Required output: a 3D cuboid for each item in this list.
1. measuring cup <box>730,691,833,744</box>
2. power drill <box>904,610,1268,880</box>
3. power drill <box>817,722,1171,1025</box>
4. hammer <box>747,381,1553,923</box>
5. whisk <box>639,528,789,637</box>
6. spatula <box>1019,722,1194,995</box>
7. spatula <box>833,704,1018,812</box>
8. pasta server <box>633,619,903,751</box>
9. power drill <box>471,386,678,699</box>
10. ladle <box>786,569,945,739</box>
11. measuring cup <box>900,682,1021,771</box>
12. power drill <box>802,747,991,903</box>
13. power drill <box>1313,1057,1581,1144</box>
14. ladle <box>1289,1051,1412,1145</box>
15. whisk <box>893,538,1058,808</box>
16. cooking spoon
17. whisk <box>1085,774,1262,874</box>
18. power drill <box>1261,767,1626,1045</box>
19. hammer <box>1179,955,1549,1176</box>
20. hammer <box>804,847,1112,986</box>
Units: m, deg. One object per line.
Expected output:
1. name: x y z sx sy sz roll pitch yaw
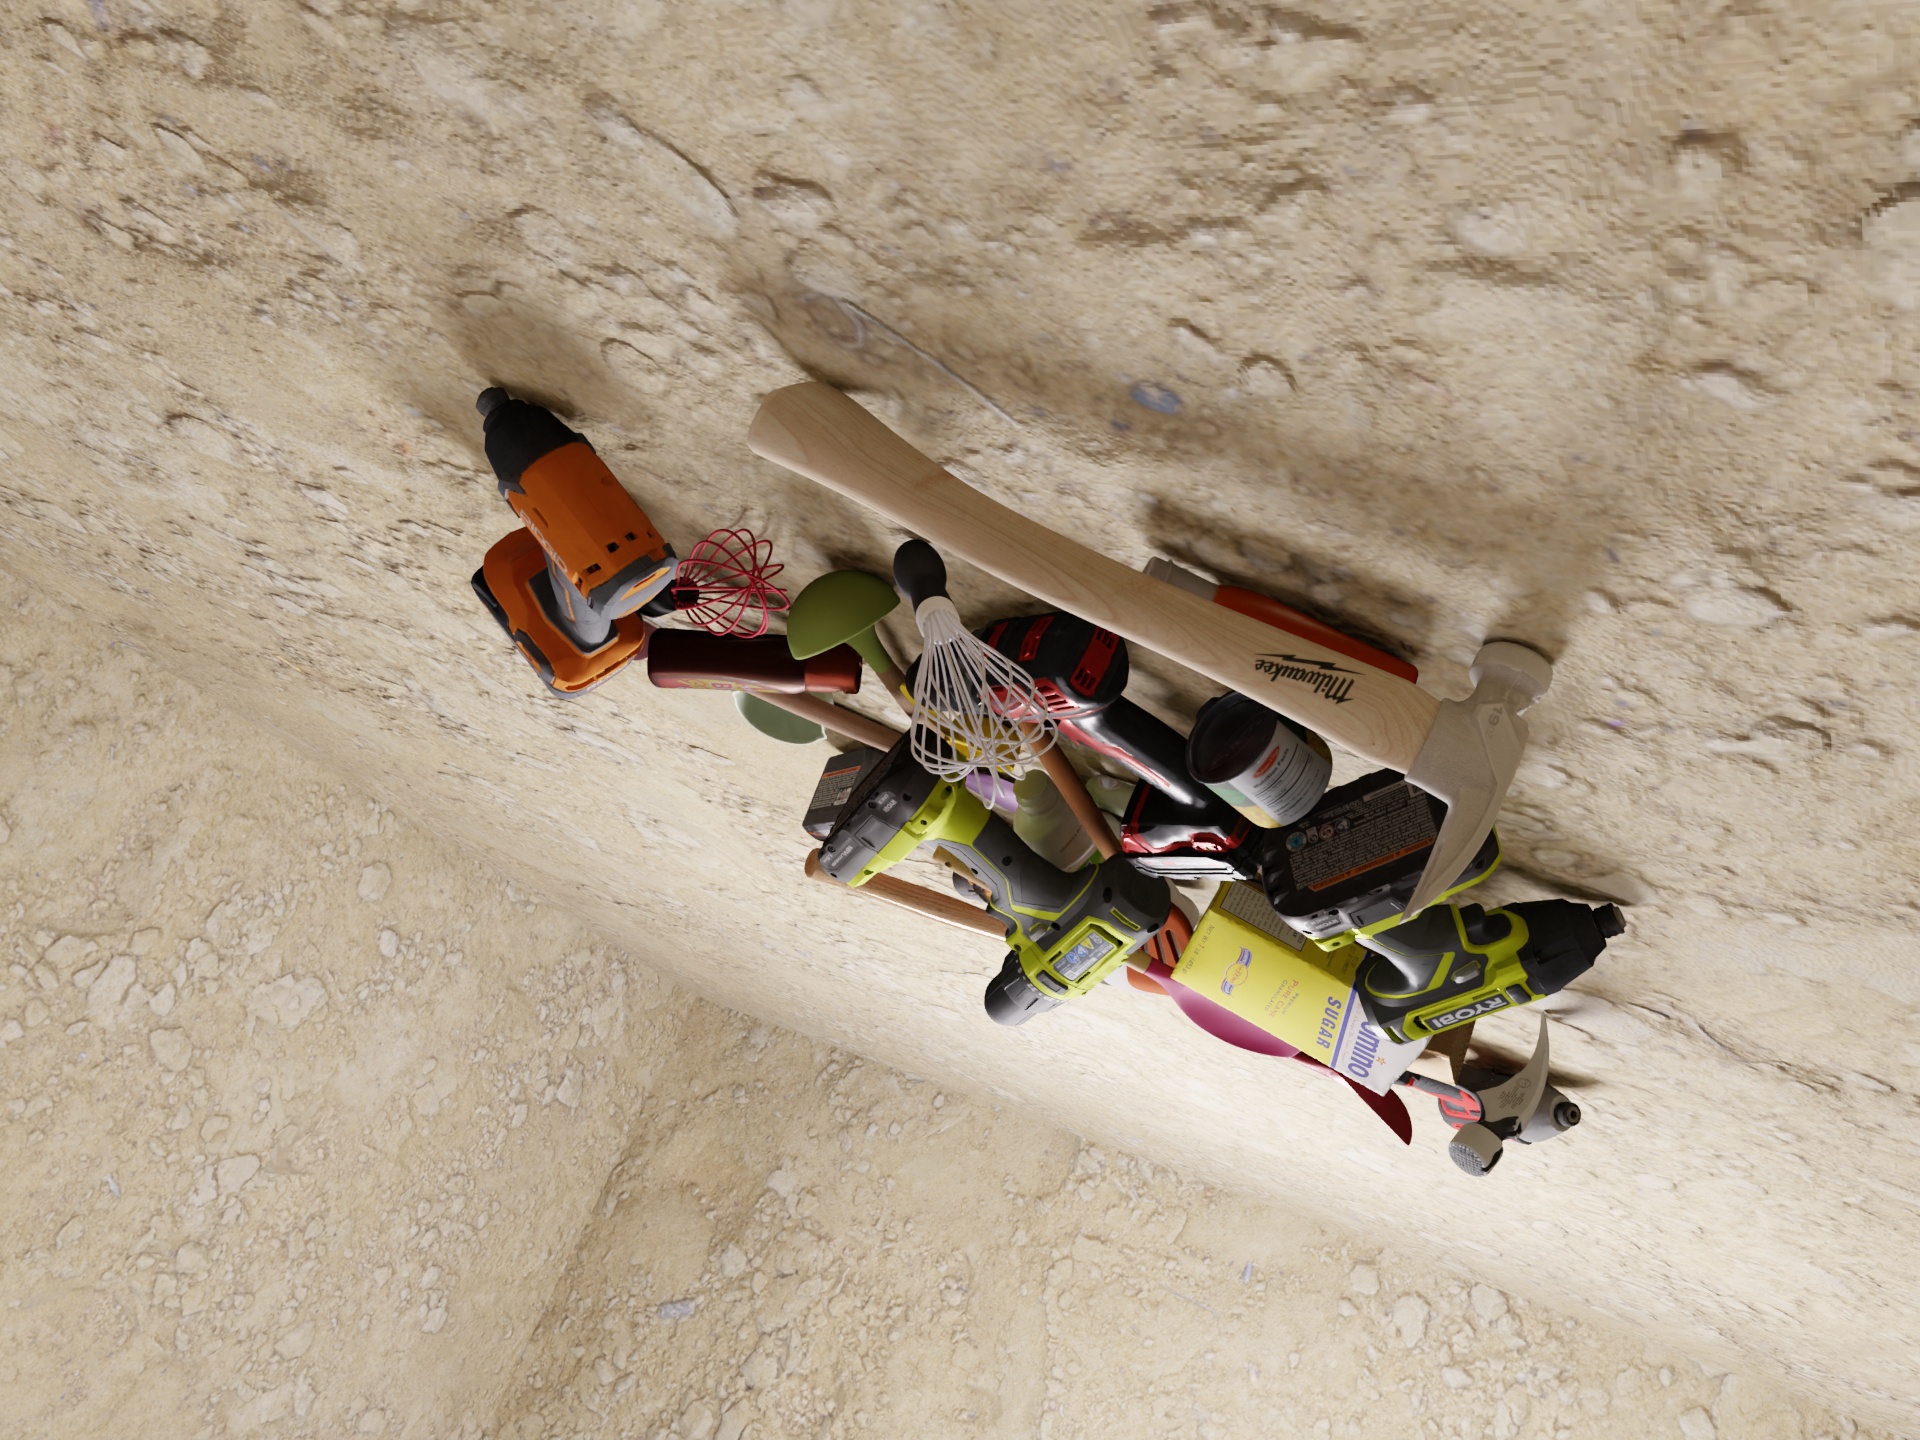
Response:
1. measuring cup: -0.123 -0.040 1.219 0.083 0.038 0.167 26 145 -5
2. power drill: 0.083 0.013 1.027 0.226 0.080 0.188 38 157 -27
3. power drill: 0.015 0.125 1.169 0.228 0.080 0.190 36 129 -8
4. hammer: 0.075 -0.053 0.783 0.411 0.146 0.038 27 161 8
5. whisk: -0.189 -0.091 1.116 0.073 0.073 0.296 33 167 -23
6. spatula: 0.103 0.094 1.175 0.081 0.041 0.322 -1 136 38
7. spatula: -0.044 0.024 1.303 0.316 0.018 0.059 24 156 -1
8. pasta server: -0.160 -0.022 1.196 0.316 0.040 0.060 23 -157 3
9. power drill: -0.271 -0.117 1.064 0.164 0.084 0.226 52 155 3
10. ladle: -0.043 -0.020 1.127 0.062 0.078 0.319 64 -175 27
11. measuring cup: -0.002 -0.004 1.135 0.062 0.029 0.156 17 166 30
12. power drill: -0.024 0.108 1.419 0.226 0.084 0.185 26 164 -19
13. power drill: 0.436 0.316 1.416 0.219 0.078 0.143 29 162 -20
14. ladle: 0.251 0.261 1.305 0.069 0.031 0.316 45 168 -34
15. whisk: -0.007 -0.039 0.828 0.070 0.070 0.285 32 -164 -22
16. cooking spoon: 0.121 0.175 1.221 0.319 0.017 0.068 28 137 2
17. whisk: 0.201 0.093 1.145 0.246 0.058 0.059 23 127 19
18. power drill: 0.299 0.117 0.981 0.171 0.080 0.223 -27 136 24
19. hammer: 0.300 0.243 1.351 0.409 0.149 0.036 20 139 44
20. hammer: 0.015 0.181 1.437 0.331 0.031 0.130 22 173 -19
